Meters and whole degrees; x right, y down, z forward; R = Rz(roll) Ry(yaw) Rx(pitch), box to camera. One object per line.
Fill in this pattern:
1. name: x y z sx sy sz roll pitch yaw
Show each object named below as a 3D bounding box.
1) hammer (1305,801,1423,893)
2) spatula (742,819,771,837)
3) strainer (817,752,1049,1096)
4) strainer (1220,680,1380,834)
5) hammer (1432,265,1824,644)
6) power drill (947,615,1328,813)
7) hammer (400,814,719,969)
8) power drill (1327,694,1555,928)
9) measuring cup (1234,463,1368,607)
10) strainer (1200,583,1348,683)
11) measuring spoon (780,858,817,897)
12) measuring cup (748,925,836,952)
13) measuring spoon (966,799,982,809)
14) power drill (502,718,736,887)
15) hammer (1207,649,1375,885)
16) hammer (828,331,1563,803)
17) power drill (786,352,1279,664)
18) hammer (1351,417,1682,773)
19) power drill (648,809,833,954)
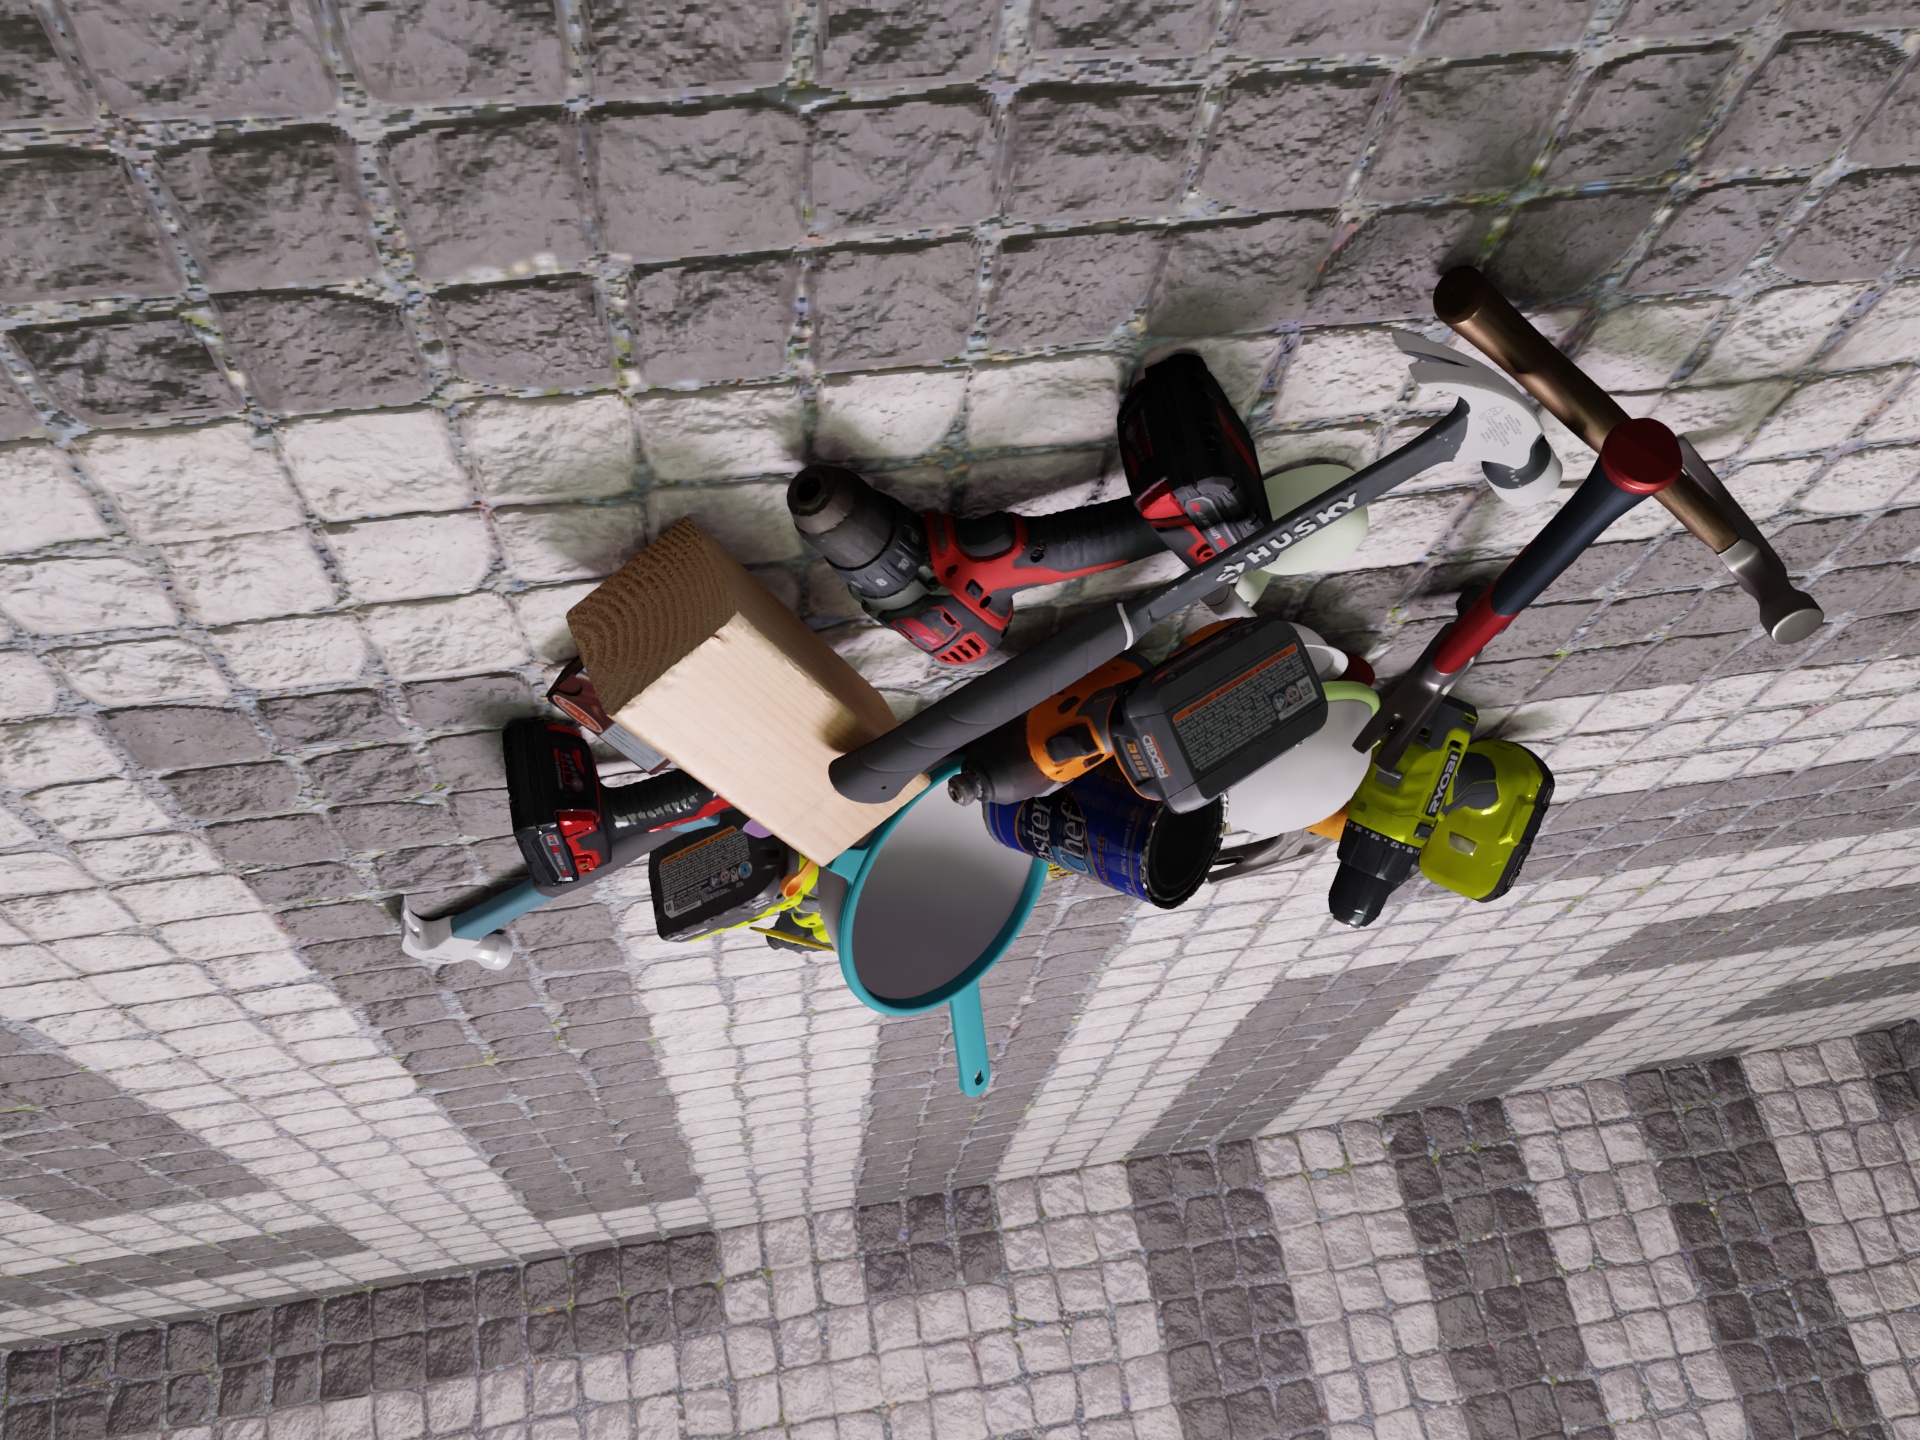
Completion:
1. hammer: 0.347 0.097 1.361 0.127 0.034 0.336 -42 151 20
2. spatula: -0.002 -0.003 1.025 0.316 0.018 0.059 -29 162 4
3. strainer: -0.028 0.154 1.218 0.211 0.095 0.340 -34 135 -30
4. strainer: 0.227 0.020 1.079 0.151 0.069 0.256 -21 157 3
5. hammer: 0.361 -0.153 0.868 0.331 0.130 0.031 25 127 -35
6. power drill: 0.095 0.007 0.970 0.164 0.084 0.226 -29 -171 -24
7. hammer: -0.308 0.122 1.226 0.331 0.033 0.128 -27 151 29
8. power drill: 0.381 0.081 1.276 0.080 0.190 0.228 25 -173 40
9. measuring cup: 0.197 -0.096 0.978 0.083 0.038 0.167 -6 155 -10
10. strainer: 0.191 -0.057 1.022 0.087 0.050 0.258 -13 162 21
11. measuring spoon: -0.097 0.082 1.176 0.117 0.011 0.021 -53 154 -15
12. measuring cup: -0.098 0.167 1.247 0.156 0.029 0.062 20 172 -38
13. measuring spoon: 0.026 0.077 1.286 0.034 0.018 0.124 -17 155 12
14. power drill: -0.184 0.038 1.059 0.219 0.079 0.143 -10 155 -10
15. hammer: 0.275 0.044 1.292 0.149 0.037 0.358 -17 154 -2
16. hammer: 0.097 -0.058 0.815 0.409 0.036 0.149 -30 148 22
17. power drill: 0.036 -0.110 0.845 0.226 0.080 0.187 -19 153 21
18. hammer: 0.310 -0.066 0.908 0.143 0.038 0.386 -51 170 -8
19. power drill: -0.140 0.141 1.287 0.171 0.080 0.223 -25 154 25
